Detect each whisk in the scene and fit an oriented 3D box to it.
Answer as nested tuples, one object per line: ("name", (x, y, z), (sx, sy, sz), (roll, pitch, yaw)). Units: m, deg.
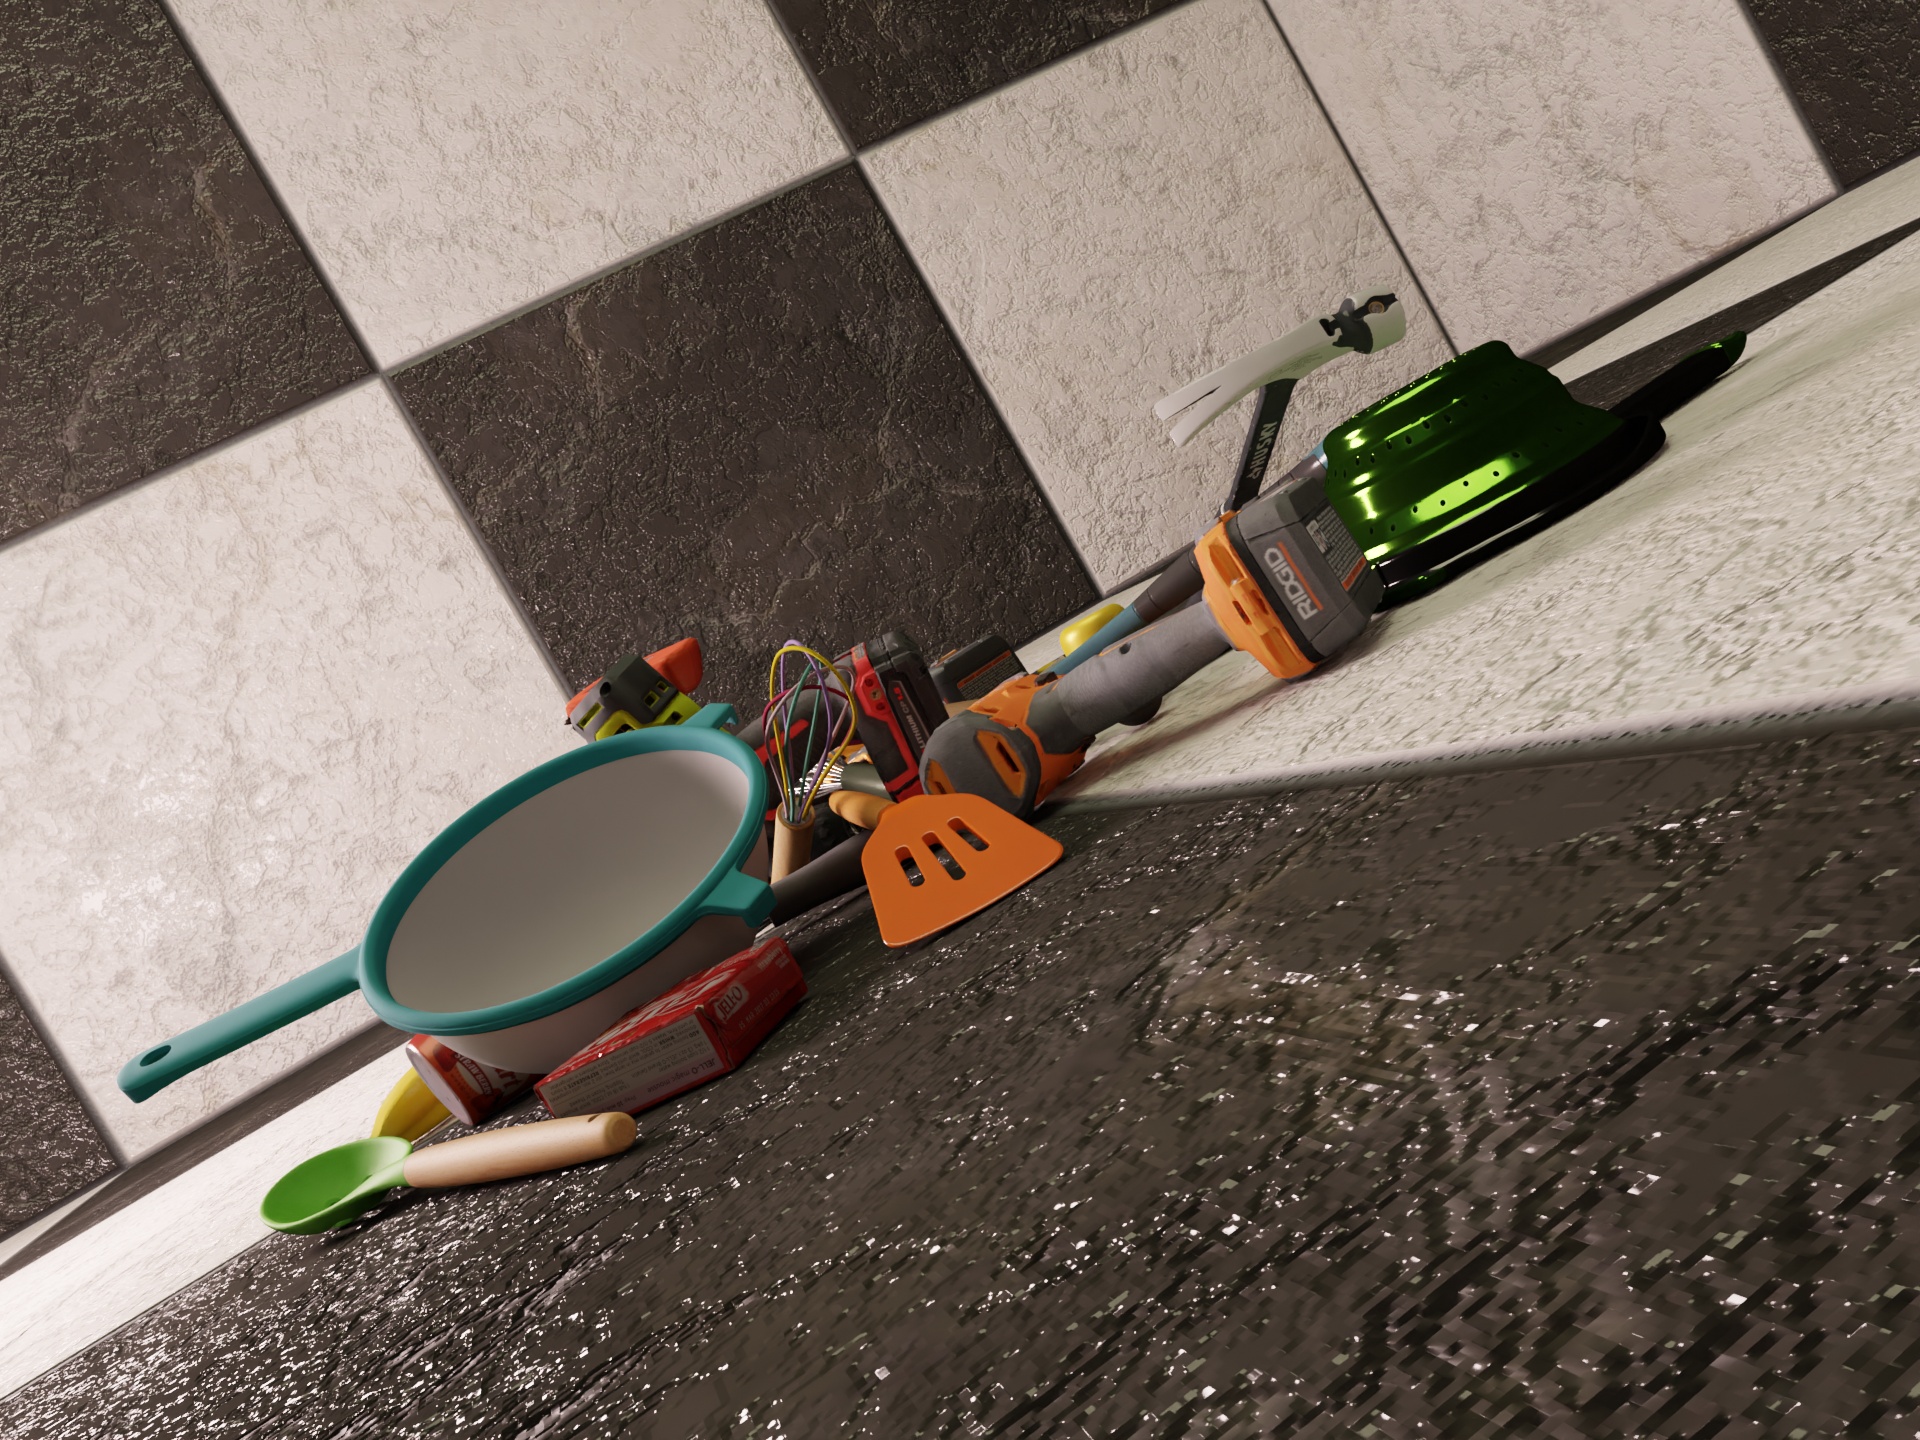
("whisk", (-0.106, 0.100, 0.869), (0.239, 0.055, 0.055), (-27, 2, -10))
("whisk", (-0.079, 0.041, 1.144), (0.059, 0.057, 0.246), (-44, 26, -23))
("whisk", (-0.086, 0.042, 0.861), (0.244, 0.047, 0.051), (103, 175, -53))

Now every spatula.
("spatula", (-0.033, 0.055, 0.775), (0.081, 0.041, 0.322), (-28, 6, -11))

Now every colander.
("colander", (0.329, -0.181, 0.917), (0.397, 0.094, 0.204), (-32, 4, -30))

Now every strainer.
("strainer", (-0.232, 0.128, 0.776), (0.340, 0.095, 0.211), (-26, 30, 0))

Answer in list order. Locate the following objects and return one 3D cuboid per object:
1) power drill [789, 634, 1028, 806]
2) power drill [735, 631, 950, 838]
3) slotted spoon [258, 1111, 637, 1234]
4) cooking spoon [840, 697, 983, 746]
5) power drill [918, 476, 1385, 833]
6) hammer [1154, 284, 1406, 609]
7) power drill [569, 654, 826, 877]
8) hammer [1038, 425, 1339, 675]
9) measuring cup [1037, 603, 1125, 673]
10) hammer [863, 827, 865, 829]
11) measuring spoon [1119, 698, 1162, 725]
("power drill", (-0.063, 0.030, 1.305), (0.226, 0.084, 0.185), (-33, 1, 34))
("power drill", (-0.106, 0.045, 0.982), (0.219, 0.143, 0.078), (-24, 12, 0))
("slotted spoon", (-0.216, 0.186, 0.660), (0.314, 0.031, 0.070), (-24, 6, 46))
("cooking spoon", (-0.002, -0.003, 1.054), (0.069, 0.017, 0.319), (-35, 14, -29))
("power drill", (0.097, -0.031, 0.811), (0.226, 0.084, 0.164), (-33, 1, 24))
("hammer", (0.190, -0.150, 1.093), (0.149, 0.036, 0.408), (-25, -17, -7))
("power drill", (-0.217, 0.086, 1.084), (0.228, 0.190, 0.080), (-42, 10, 30))
("hammer", (0.133, -0.081, 1.064), (0.331, 0.033, 0.128), (-39, -6, 27))
("measuring cup", (0.086, -0.060, 1.233), (0.062, 0.029, 0.156), (-29, 3, -19))
("hammer", (-0.168, 0.120, 1.232), (0.331, 0.031, 0.130), (-28, 3, 21))
("measuring spoon", (0.106, -0.022, 0.950), (0.034, 0.018, 0.124), (-42, 10, 15))
